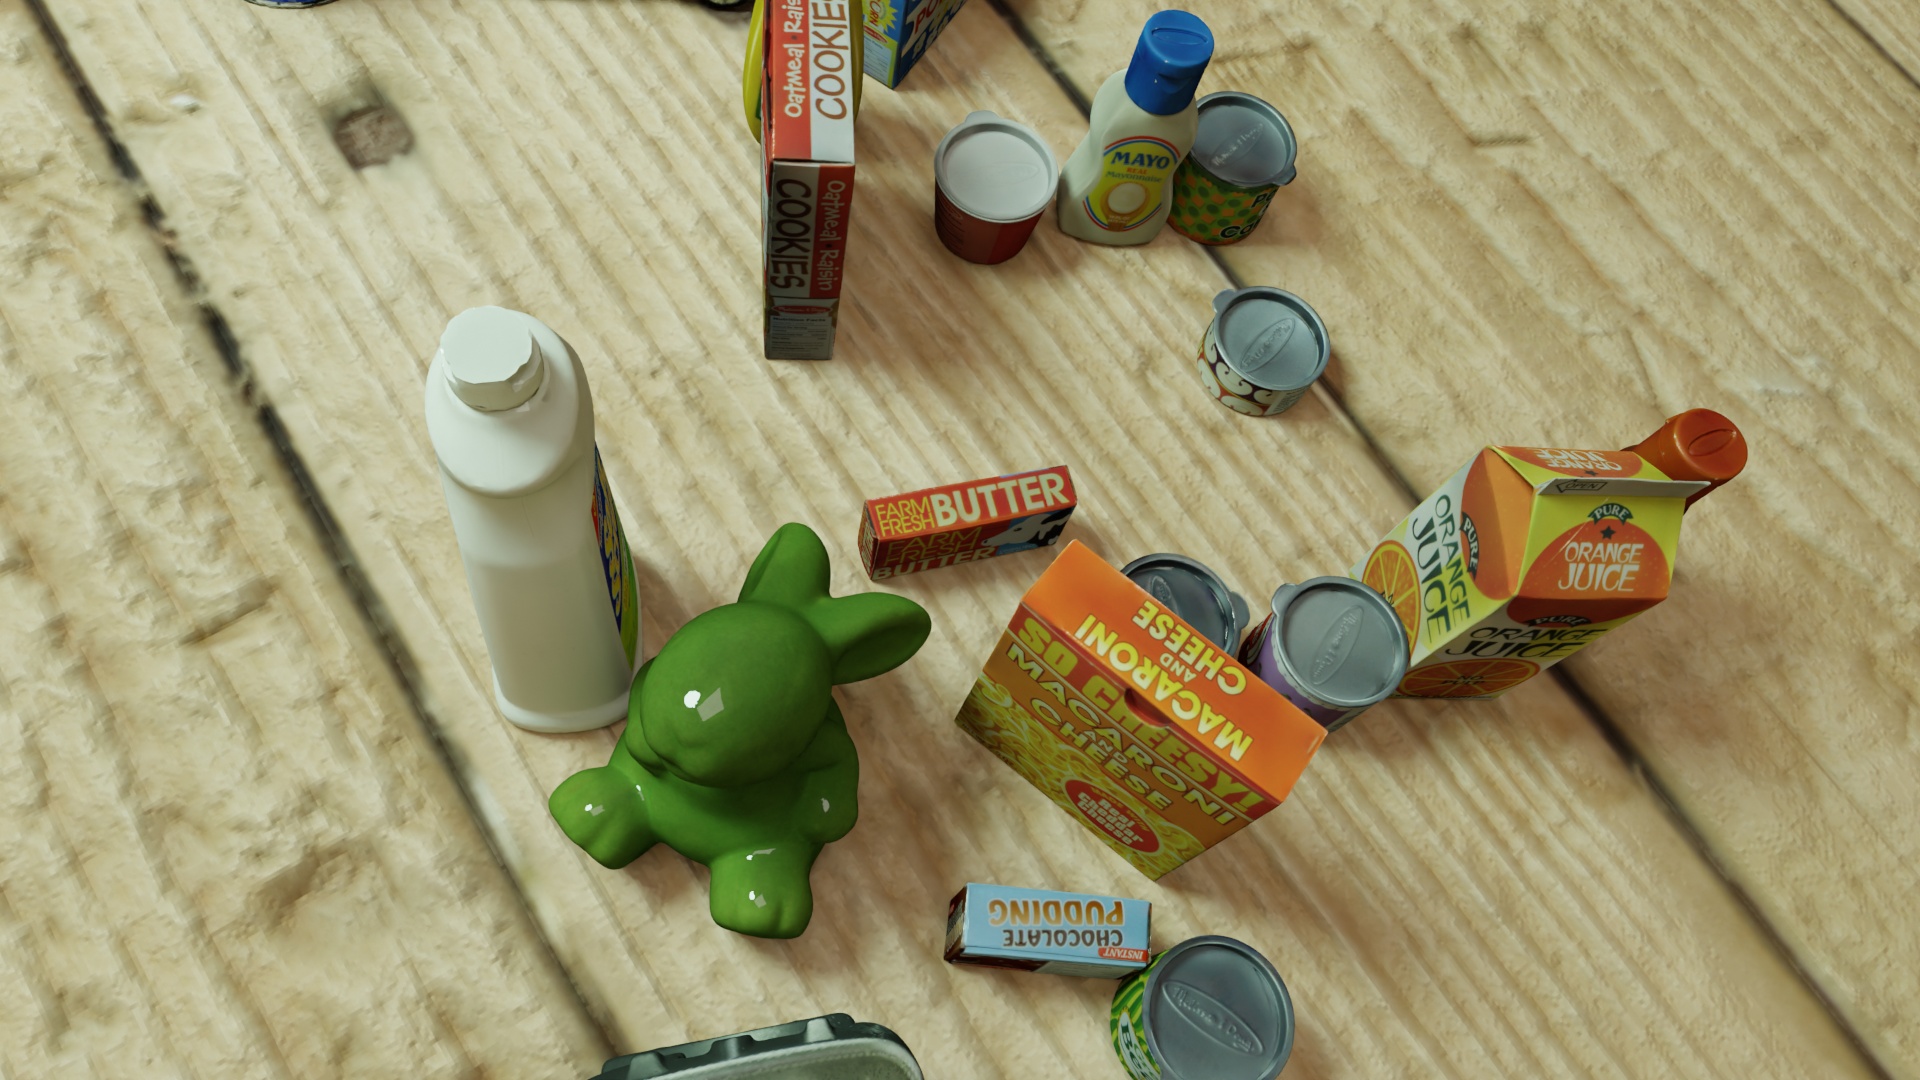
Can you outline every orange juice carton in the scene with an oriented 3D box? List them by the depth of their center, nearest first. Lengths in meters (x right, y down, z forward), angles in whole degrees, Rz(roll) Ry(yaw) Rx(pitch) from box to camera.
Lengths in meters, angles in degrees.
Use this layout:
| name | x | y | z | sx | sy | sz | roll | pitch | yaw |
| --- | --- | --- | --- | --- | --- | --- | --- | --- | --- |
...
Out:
| name | x | y | z | sx | sy | sz | roll | pitch | yaw |
| --- | --- | --- | --- | --- | --- | --- | --- | --- | --- |
| orange juice carton | 0.255 | 0.013 | 0.641 | 0.072 | 0.191 | 0.073 | 2 | 67 | -8 |

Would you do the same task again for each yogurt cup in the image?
| name | x | y | z | sx | sy | sz | roll | pitch | yaw |
| --- | --- | --- | --- | --- | --- | --- | --- | --- | --- |
| yogurt cup | 0.016 | -0.189 | 0.766 | 0.072 | 0.053 | 0.072 | 3 | 66 | -8 |

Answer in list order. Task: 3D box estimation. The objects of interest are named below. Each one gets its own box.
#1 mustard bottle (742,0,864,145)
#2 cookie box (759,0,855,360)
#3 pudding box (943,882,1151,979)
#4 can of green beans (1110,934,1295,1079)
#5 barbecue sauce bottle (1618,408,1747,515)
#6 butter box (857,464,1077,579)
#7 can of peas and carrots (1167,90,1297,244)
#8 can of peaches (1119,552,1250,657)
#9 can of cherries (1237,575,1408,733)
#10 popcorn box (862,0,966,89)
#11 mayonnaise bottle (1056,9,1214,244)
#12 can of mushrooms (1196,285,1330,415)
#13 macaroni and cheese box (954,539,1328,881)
| name | x | y | z | sx | sy | sz | roll | pitch | yaw |
| --- | --- | --- | --- | --- | --- | --- | --- | --- | --- |
| mustard bottle | -0.080 | -0.267 | 0.725 | 0.065 | 0.159 | 0.049 | 3 | 67 | -8 |
| cookie box | -0.079 | -0.184 | 0.685 | 0.040 | 0.166 | 0.123 | 0 | 67 | -9 |
| pudding box | 0.038 | 0.173 | 0.613 | 0.084 | 0.049 | 0.030 | 7 | 66 | -6 |
| can of green beans | 0.103 | 0.209 | 0.603 | 0.071 | 0.057 | 0.071 | 3 | 66 | -8 |
| barbecue sauce bottle | 0.325 | -0.016 | 0.689 | 0.065 | 0.148 | 0.044 | -20 | 72 | -17 |
| butter box | 0.002 | -0.009 | 0.685 | 0.104 | 0.053 | 0.024 | -11 | 69 | -14 |
| can of peas and carrots | 0.153 | -0.211 | 0.795 | 0.071 | 0.058 | 0.071 | 3 | 66 | -8 |
| can of peaches | 0.097 | 0.047 | 0.673 | 0.071 | 0.057 | 0.071 | 3 | 66 | -8 |
| can of cherries | 0.174 | 0.056 | 0.682 | 0.071 | 0.058 | 0.072 | 3 | 66 | -8 |
| popcorn box | -0.018 | -0.338 | 0.808 | 0.038 | 0.085 | 0.127 | 31 | 65 | 4 |
| mayonnaise bottle | 0.095 | -0.215 | 0.738 | 0.065 | 0.147 | 0.041 | 5 | 66 | -7 |
| can of mushrooms | 0.164 | -0.106 | 0.765 | 0.071 | 0.033 | 0.071 | 4 | 66 | -8 |
| macaroni and cheese box | 0.067 | 0.080 | 0.594 | 0.124 | 0.165 | 0.040 | 38 | 66 | 8 |
